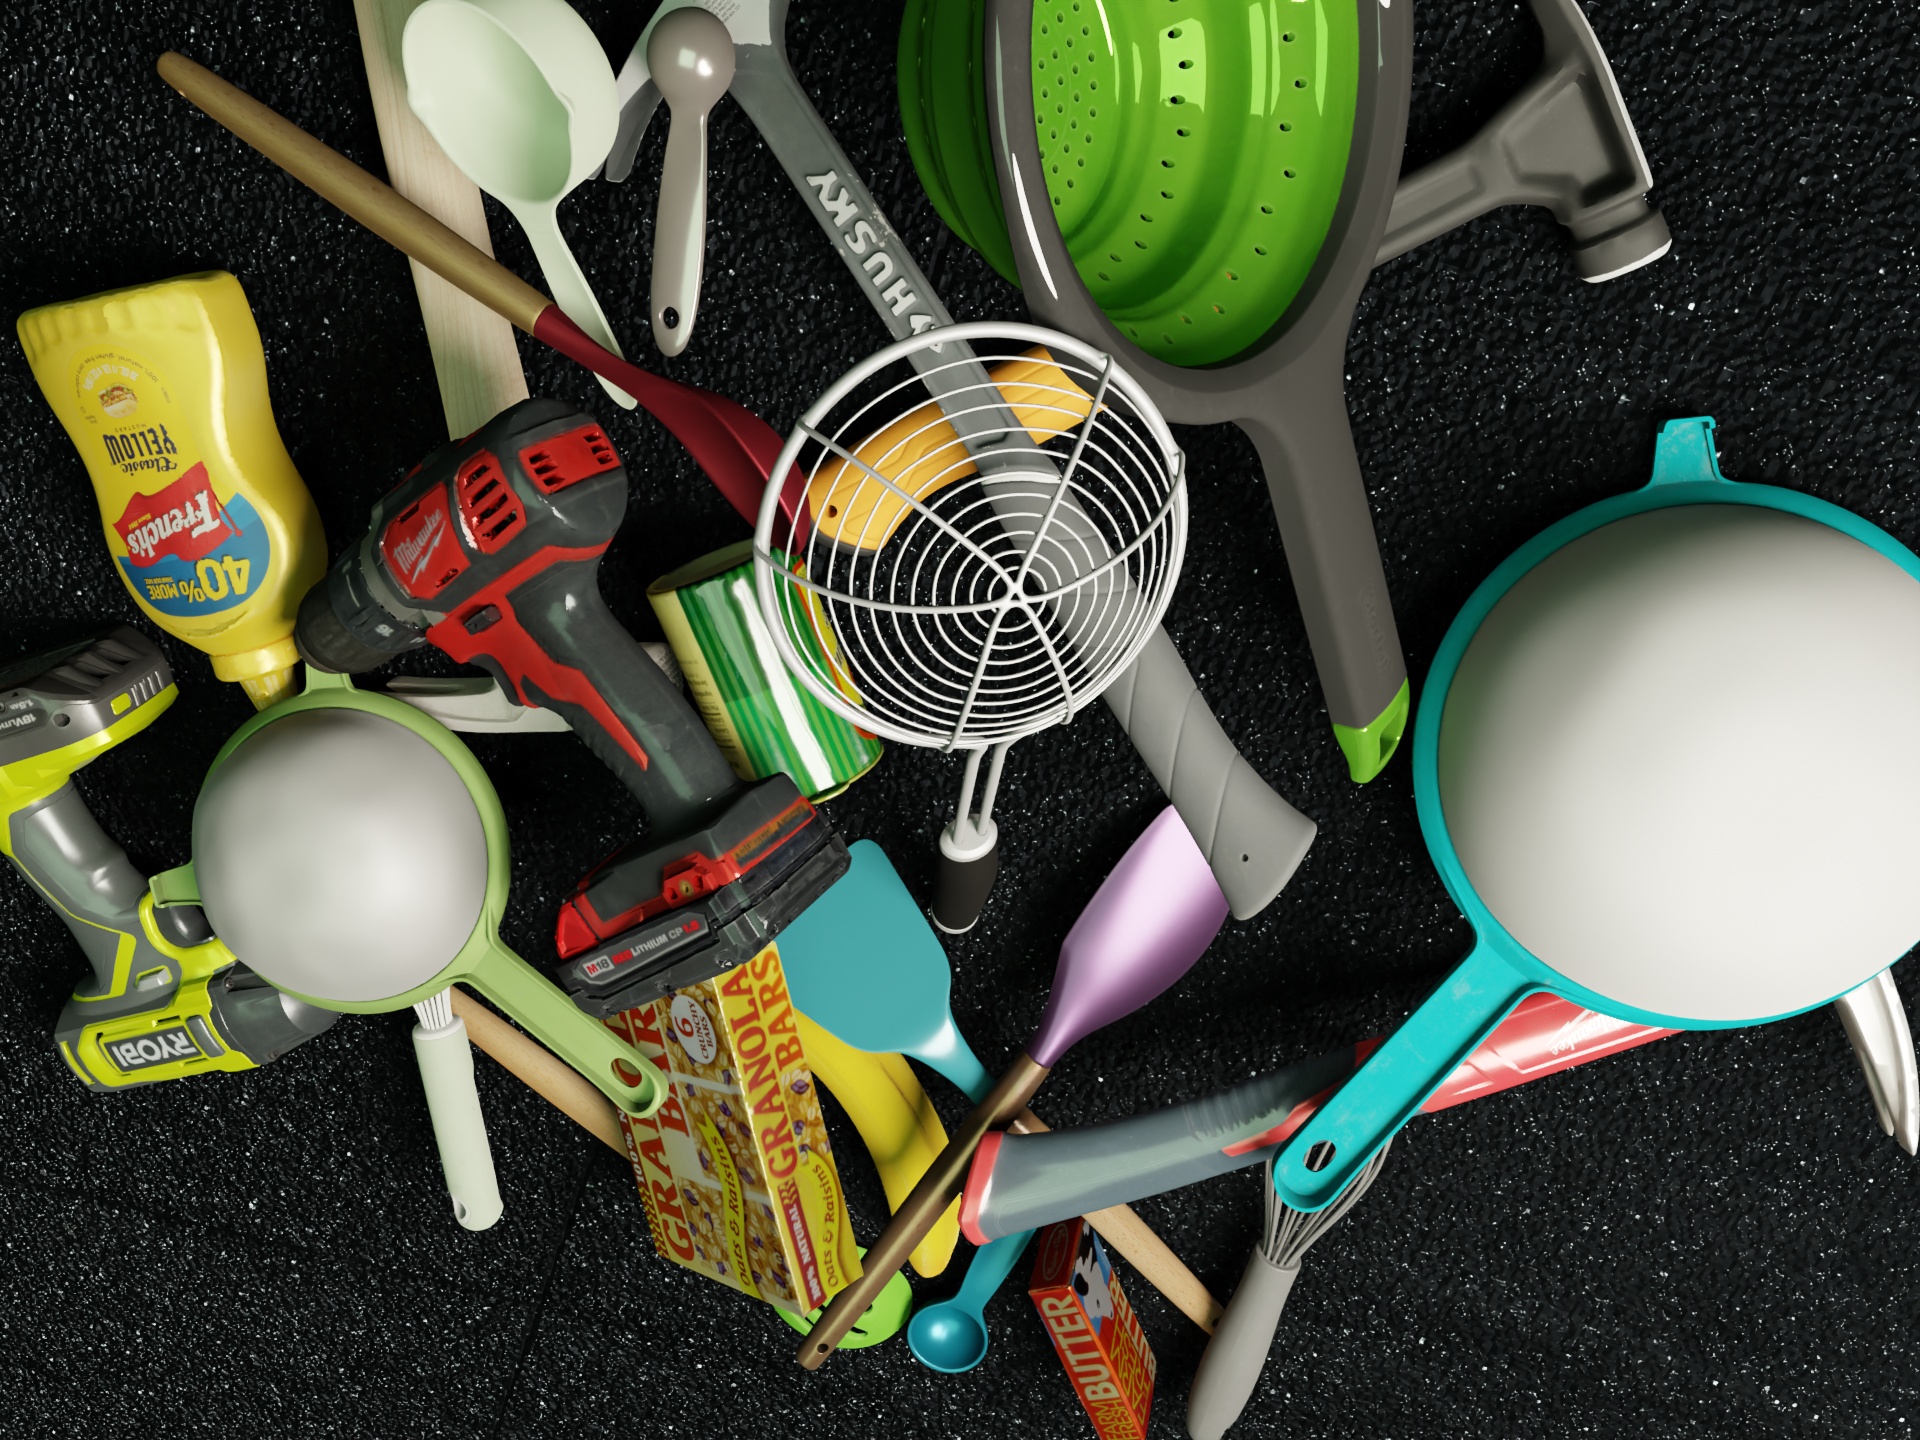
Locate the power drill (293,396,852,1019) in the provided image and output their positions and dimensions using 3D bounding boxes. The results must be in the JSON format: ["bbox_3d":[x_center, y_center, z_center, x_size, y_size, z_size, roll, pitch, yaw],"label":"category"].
[{"bbox_3d":[-0.169,0.003,0.646,0.188,0.080,0.226,-25,99,36],"label":"power drill"}]

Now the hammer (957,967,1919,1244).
[{"bbox_3d":[0.185,0.163,0.663,0.386,0.038,0.143,-21,92,10],"label":"hammer"}]

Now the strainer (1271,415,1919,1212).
[{"bbox_3d":[0.234,0.067,0.577,0.211,0.095,0.340,41,99,3],"label":"strainer"}]

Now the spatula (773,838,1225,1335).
[{"bbox_3d":[0.032,0.194,0.759,0.082,0.044,0.317,-44,109,-8],"label":"spatula"}]

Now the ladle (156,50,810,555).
[{"bbox_3d":[-0.180,-0.165,0.607,0.315,0.069,0.031,35,72,4],"label":"ladle"}]

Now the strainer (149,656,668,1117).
[{"bbox_3d":[-0.238,0.097,0.693,0.256,0.069,0.151,38,101,1],"label":"strainer"}]

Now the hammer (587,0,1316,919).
[{"bbox_3d":[0.007,-0.104,0.593,0.149,0.036,0.409,-32,91,25],"label":"hammer"}]

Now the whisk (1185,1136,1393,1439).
[{"bbox_3d":[0.149,0.255,0.749,0.055,0.055,0.238,17,113,4],"label":"whisk"}]

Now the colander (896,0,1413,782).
[{"bbox_3d":[0.075,-0.137,0.536,0.095,0.204,0.396,16,141,42],"label":"colander"}]

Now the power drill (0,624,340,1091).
[{"bbox_3d":[-0.405,0.075,0.782,0.171,0.080,0.223,-14,113,17],"label":"power drill"}]

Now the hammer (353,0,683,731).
[{"bbox_3d":[-0.215,-0.187,0.648,0.146,0.038,0.410,0,113,14],"label":"hammer"}]

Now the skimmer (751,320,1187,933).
[{"bbox_3d":[-0.001,-0.002,0.572,0.127,0.363,0.090,-14,71,-8],"label":"skimmer"}]

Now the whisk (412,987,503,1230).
[{"bbox_3d":[-0.257,0.143,0.780,0.058,0.059,0.246,12,115,44],"label":"whisk"}]

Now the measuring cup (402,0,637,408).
[{"bbox_3d":[-0.147,-0.195,0.599,0.083,0.038,0.167,14,142,30],"label":"measuring cup"}]

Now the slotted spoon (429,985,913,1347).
[{"bbox_3d":[-0.156,0.228,0.821,0.313,0.031,0.070,39,113,-4],"label":"slotted spoon"}]

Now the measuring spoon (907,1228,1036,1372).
[{"bbox_3d":[0.014,0.279,0.815,0.042,0.021,0.128,27,107,-1],"label":"measuring spoon"}]

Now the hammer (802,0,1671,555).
[{"bbox_3d":[0.077,-0.155,0.599,0.337,0.034,0.127,-24,107,21],"label":"hammer"}]

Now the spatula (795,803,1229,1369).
[{"bbox_3d":[0.022,0.173,0.717,0.059,0.018,0.316,34,98,-16],"label":"spatula"}]

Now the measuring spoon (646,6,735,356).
[{"bbox_3d":[-0.105,-0.196,0.583,0.034,0.018,0.124,14,110,17],"label":"measuring spoon"}]
